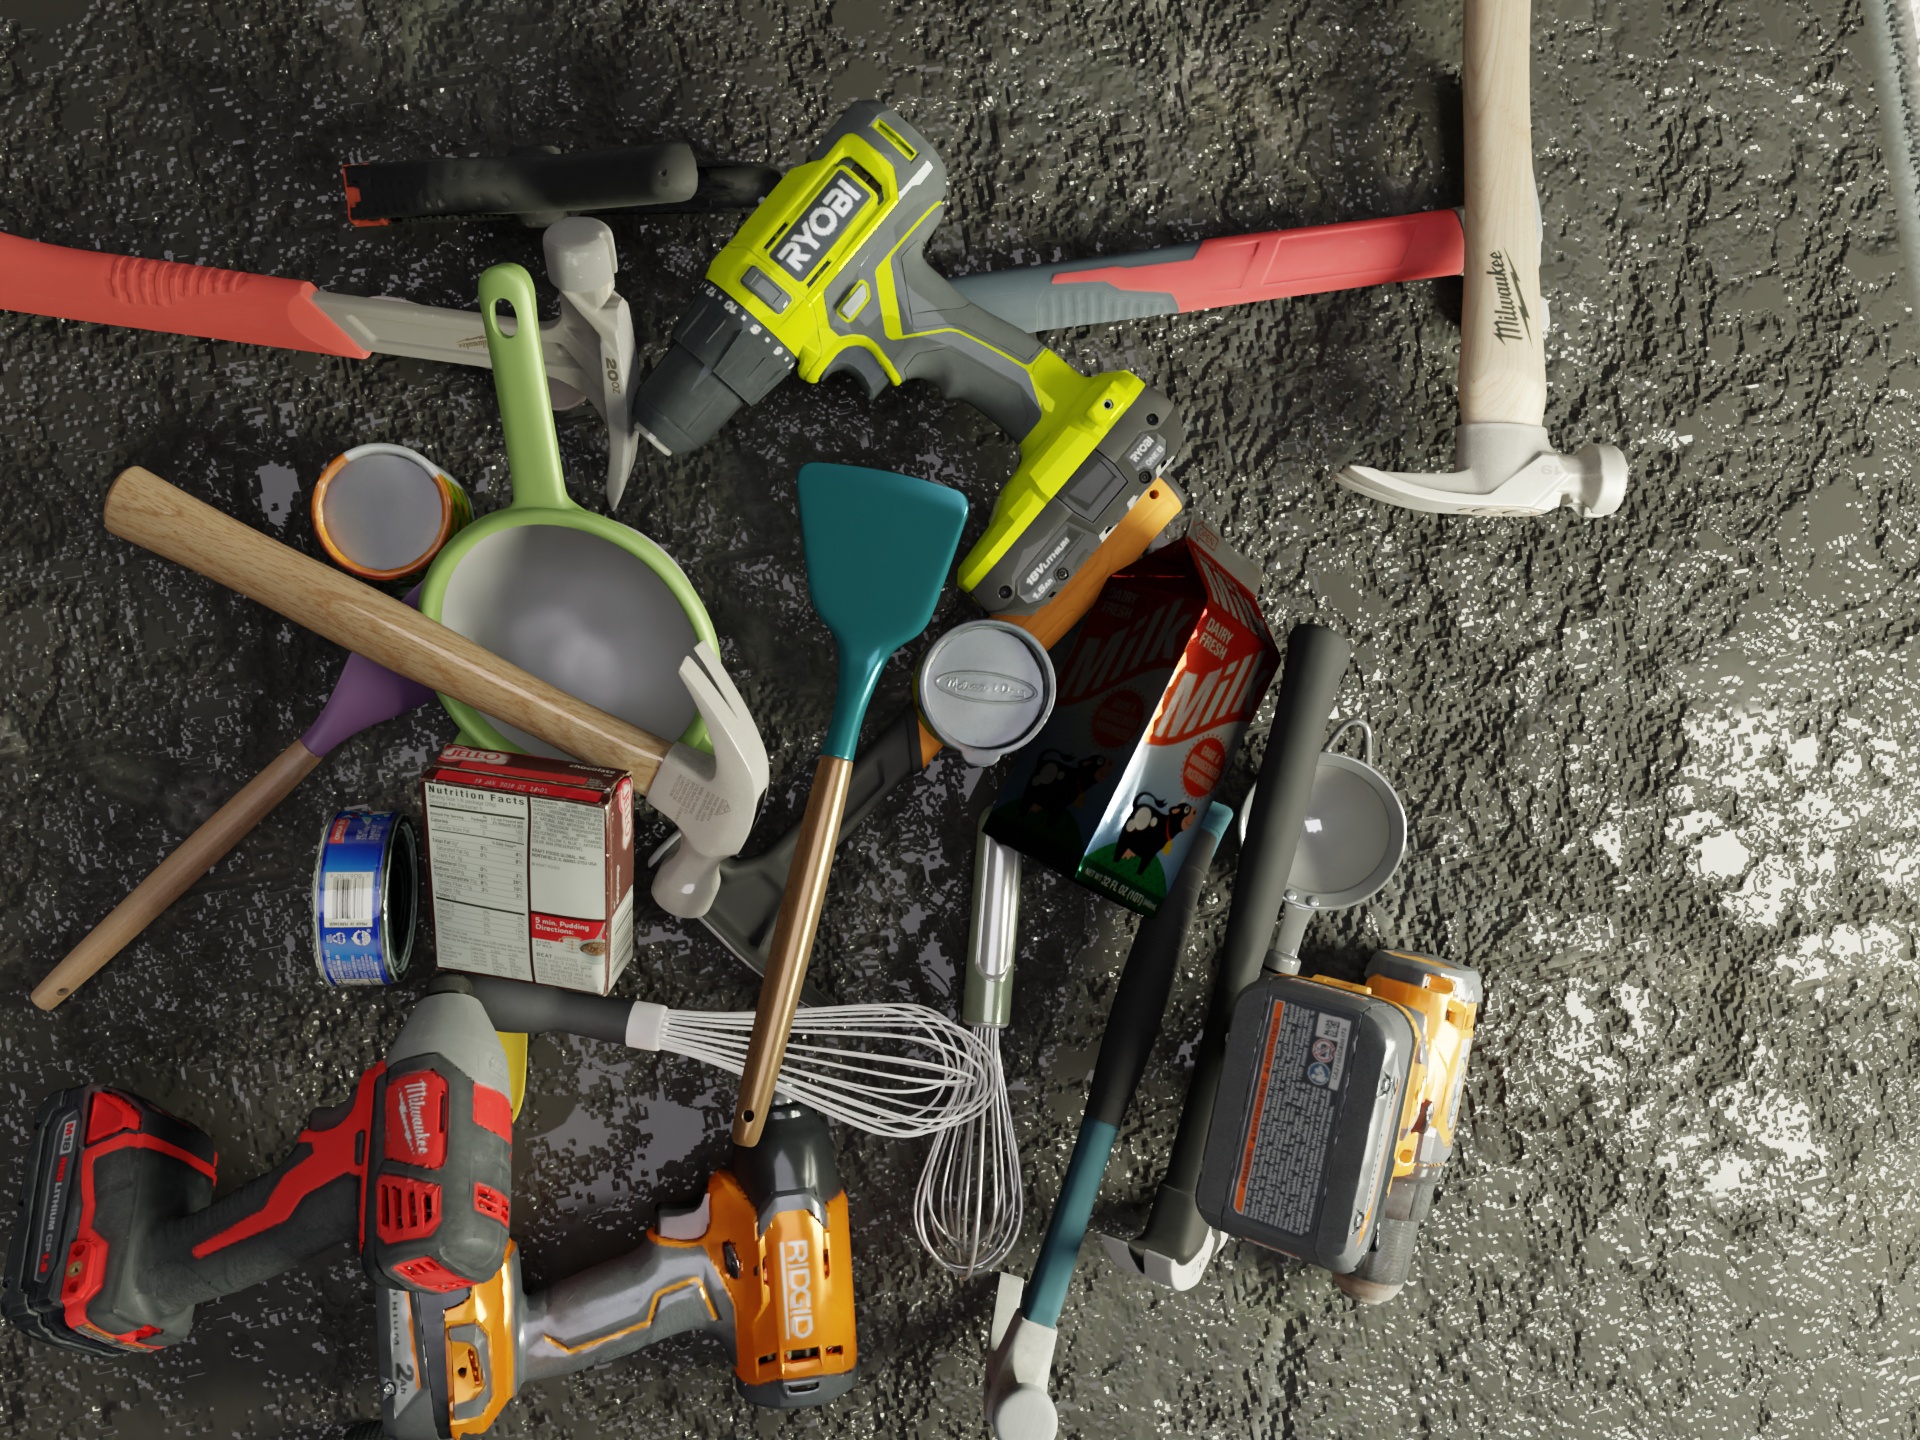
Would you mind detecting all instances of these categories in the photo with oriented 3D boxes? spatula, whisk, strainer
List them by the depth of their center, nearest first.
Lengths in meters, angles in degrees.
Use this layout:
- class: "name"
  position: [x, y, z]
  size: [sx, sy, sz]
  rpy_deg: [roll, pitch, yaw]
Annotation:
- class: "spatula"
  position: [-0.067, 0.042, 0.741]
  size: [0.082, 0.044, 0.317]
  rpy_deg: [12, 85, 6]
- class: "strainer"
  position: [-0.186, -0.091, 0.761]
  size: [0.151, 0.069, 0.256]
  rpy_deg: [1, 116, 10]
- class: "whisk"
  position: [-0.122, 0.156, 0.780]
  size: [0.284, 0.070, 0.070]
  rpy_deg: [9, 90, 2]
- class: "spatula"
  position: [-0.340, 0.032, 0.791]
  size: [0.316, 0.059, 0.018]
  rpy_deg: [-43, 50, -1]
- class: "whisk"
  position: [0.012, 0.165, 0.829]
  size: [0.057, 0.059, 0.246]
  rpy_deg: [5, 85, -9]
- class: "strainer"
  position: [0.173, 0.122, 0.852]
  size: [0.087, 0.050, 0.258]
  rpy_deg: [17, 95, 10]

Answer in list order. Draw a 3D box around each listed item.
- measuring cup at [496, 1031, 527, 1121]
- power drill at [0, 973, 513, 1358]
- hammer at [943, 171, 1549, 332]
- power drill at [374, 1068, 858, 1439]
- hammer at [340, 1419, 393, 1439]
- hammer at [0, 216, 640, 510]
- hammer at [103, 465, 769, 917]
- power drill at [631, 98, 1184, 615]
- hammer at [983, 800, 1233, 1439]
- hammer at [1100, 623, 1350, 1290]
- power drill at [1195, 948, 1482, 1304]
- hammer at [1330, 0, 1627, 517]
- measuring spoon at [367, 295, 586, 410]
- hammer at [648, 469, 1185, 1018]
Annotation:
- class: "measuring cup"
  position: [-0.228, 0.131, 0.814]
  size: [0.062, 0.029, 0.156]
  rpy_deg: [6, 102, -3]
- class: "power drill"
  position: [-0.310, 0.203, 0.731]
  size: [0.219, 0.078, 0.143]
  rpy_deg: [-15, 55, 8]
- class: "hammer"
  position: [0.118, -0.250, 0.841]
  size: [0.386, 0.038, 0.143]
  rpy_deg: [-9, 91, -7]
- class: "power drill"
  position: [-0.168, 0.264, 0.793]
  size: [0.226, 0.084, 0.164]
  rpy_deg: [-3, 89, -11]
- class: "hammer"
  position: [-0.109, 0.429, 0.823]
  size: [0.409, 0.036, 0.149]
  rpy_deg: [-1, 92, -7]
- class: "hammer"
  position: [-0.335, -0.190, 0.767]
  size: [0.359, 0.149, 0.037]
  rpy_deg: [8, 47, 2]
- class: "hammer"
  position: [-0.242, -0.030, 0.745]
  size: [0.331, 0.031, 0.130]
  rpy_deg: [28, 119, -4]
- class: "power drill"
  position: [-0.026, -0.155, 0.770]
  size: [0.228, 0.080, 0.190]
  rpy_deg: [40, 92, -5]
- class: "hammer"
  position: [0.077, 0.192, 0.812]
  size: [0.033, 0.128, 0.331]
  rpy_deg: [20, 79, 0]
- class: "hammer"
  position: [0.139, 0.116, 0.788]
  size: [0.035, 0.146, 0.335]
  rpy_deg: [14, 88, 22]
- class: "power drill"
  position: [0.192, 0.207, 0.778]
  size: [0.084, 0.226, 0.185]
  rpy_deg: [11, 90, 30]
- class: "hammer"
  position: [0.270, -0.312, 0.825]
  size: [0.146, 0.038, 0.411]
  rpy_deg: [2, 87, -5]
- class: "measuring spoon"
  position: [-0.246, -0.190, 0.812]
  size: [0.124, 0.018, 0.034]
  rpy_deg: [20, 90, 0]
- class: "hammer"
  position: [-0.001, -0.003, 0.831]
  size: [0.127, 0.034, 0.337]
  rpy_deg: [44, 86, -5]
